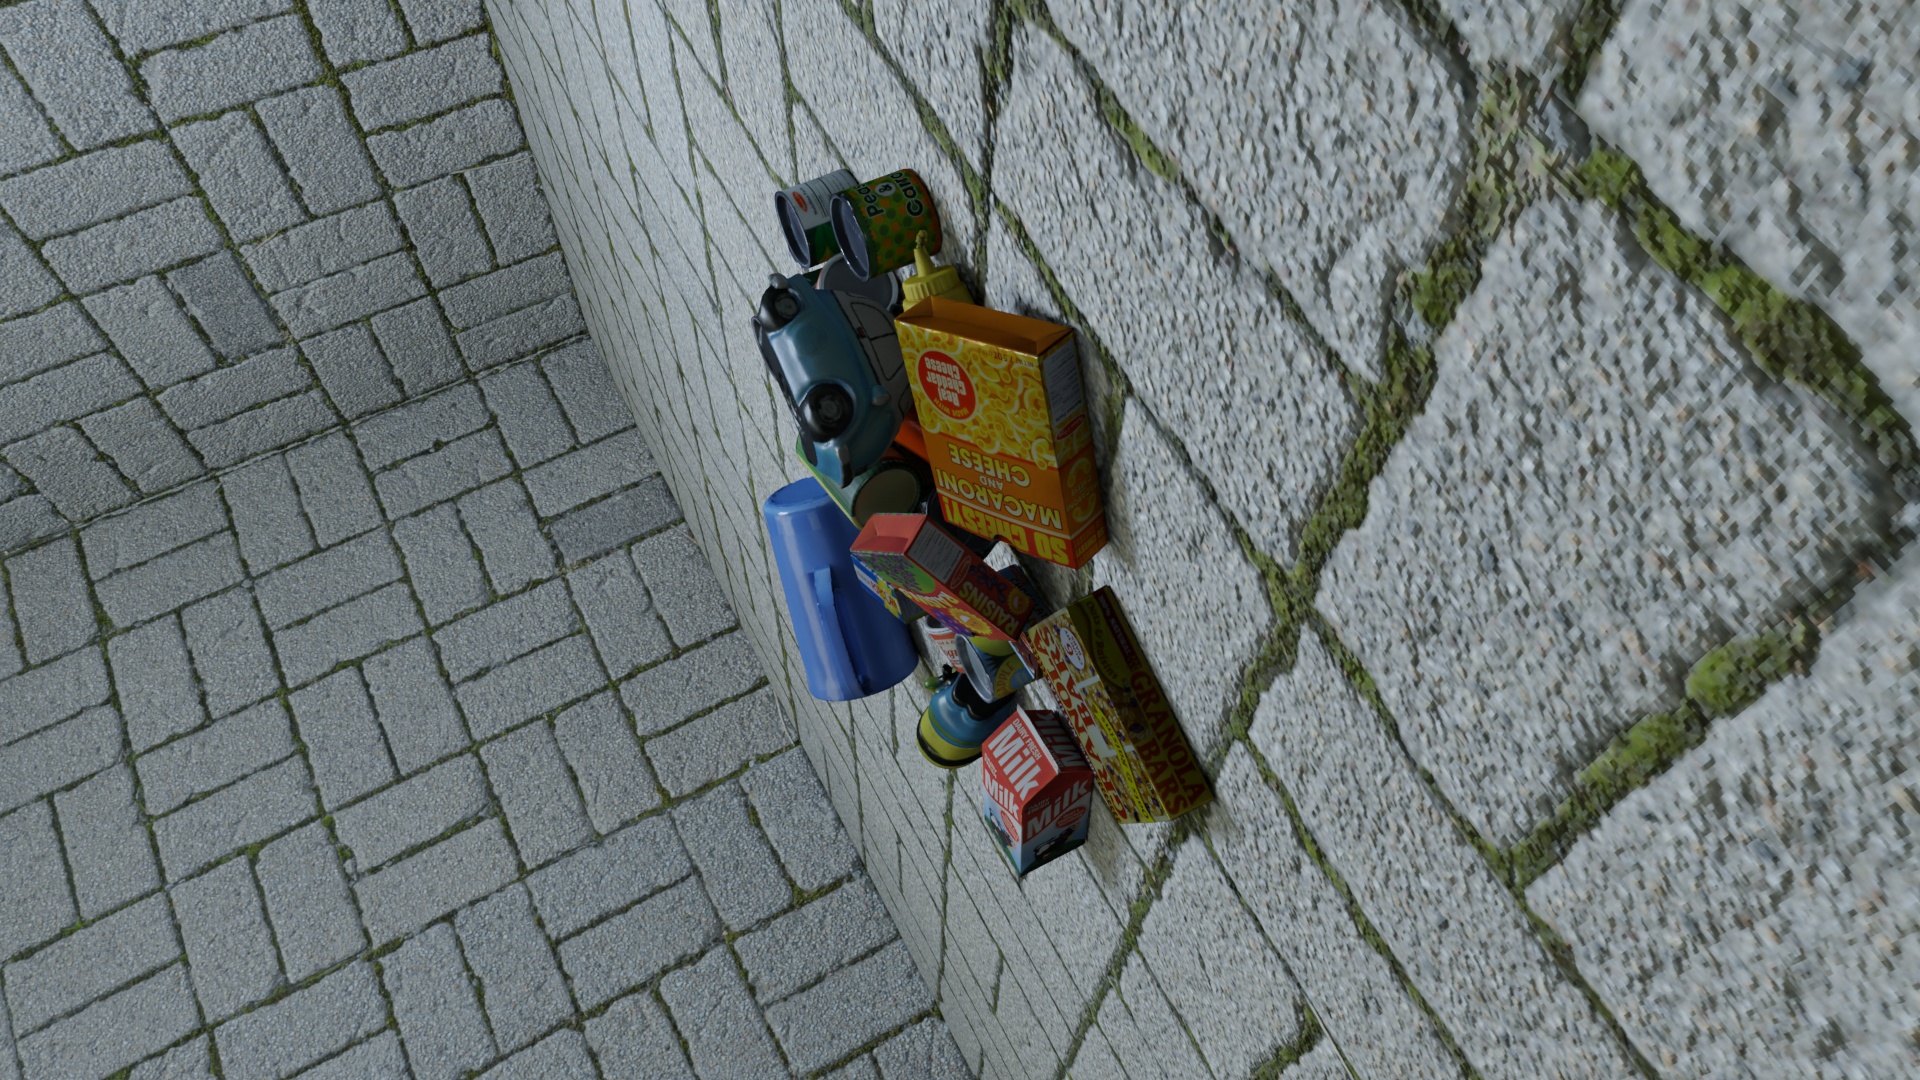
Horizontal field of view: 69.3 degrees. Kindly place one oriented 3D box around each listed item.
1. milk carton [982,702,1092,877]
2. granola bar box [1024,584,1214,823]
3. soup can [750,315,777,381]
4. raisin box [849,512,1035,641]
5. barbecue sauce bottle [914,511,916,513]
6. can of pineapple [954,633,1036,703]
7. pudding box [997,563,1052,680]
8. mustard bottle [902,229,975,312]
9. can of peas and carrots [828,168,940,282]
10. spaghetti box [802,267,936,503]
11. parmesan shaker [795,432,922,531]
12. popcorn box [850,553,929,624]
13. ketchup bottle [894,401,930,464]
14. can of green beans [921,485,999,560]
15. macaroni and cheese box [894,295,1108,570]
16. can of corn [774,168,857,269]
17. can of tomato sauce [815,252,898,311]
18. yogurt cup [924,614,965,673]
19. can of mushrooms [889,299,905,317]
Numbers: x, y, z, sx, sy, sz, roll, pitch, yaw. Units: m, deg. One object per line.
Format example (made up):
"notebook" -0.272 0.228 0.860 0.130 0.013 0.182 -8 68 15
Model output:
"milk carton" 0.067 0.218 1.232 0.072 0.073 0.189 55 161 33
"granola bar box" 0.111 0.124 1.011 0.165 0.039 0.124 64 165 7
"soup can" -0.141 -0.190 1.288 0.071 0.084 0.071 57 162 29
"raisin box" -0.014 0.029 1.076 0.123 0.040 0.086 39 160 -28
"barbecue sauce bottle" -0.081 -0.076 1.338 0.065 0.044 0.147 33 144 52
"can of pineapple" 0.036 0.098 1.183 0.071 0.058 0.070 57 162 29
"pudding box" 0.053 0.067 1.133 0.084 0.030 0.049 55 160 32
"mustard bottle" -0.009 -0.142 0.986 0.065 0.049 0.159 23 136 61
"can of peas and carrots" -0.054 -0.227 0.992 0.071 0.059 0.070 56 161 31
"spaghetti box" -0.071 -0.141 1.193 0.251 0.050 0.028 58 161 25
"parmesan shaker" -0.081 -0.059 1.134 0.103 0.071 0.071 46 156 43
"popcorn box" -0.040 0.027 1.278 0.127 0.085 0.038 33 143 63
"ketchup bottle" -0.058 -0.110 1.110 0.149 0.044 0.064 33 159 21
"can of green beans" 0.002 -0.015 1.112 0.071 0.071 0.057 63 165 9
"macaroni and cheese box" 0.028 -0.070 0.915 0.124 0.040 0.165 21 137 38
"can of corn" -0.111 -0.260 1.131 0.071 0.058 0.070 56 162 29
"can of tomato sauce" -0.090 -0.196 1.146 0.071 0.071 0.083 64 164 6
"yogurt cup" 0.008 0.082 1.244 0.053 0.072 0.072 63 166 -21
"can of mushrooms" -0.025 -0.155 1.051 0.071 0.033 0.070 57 163 30
